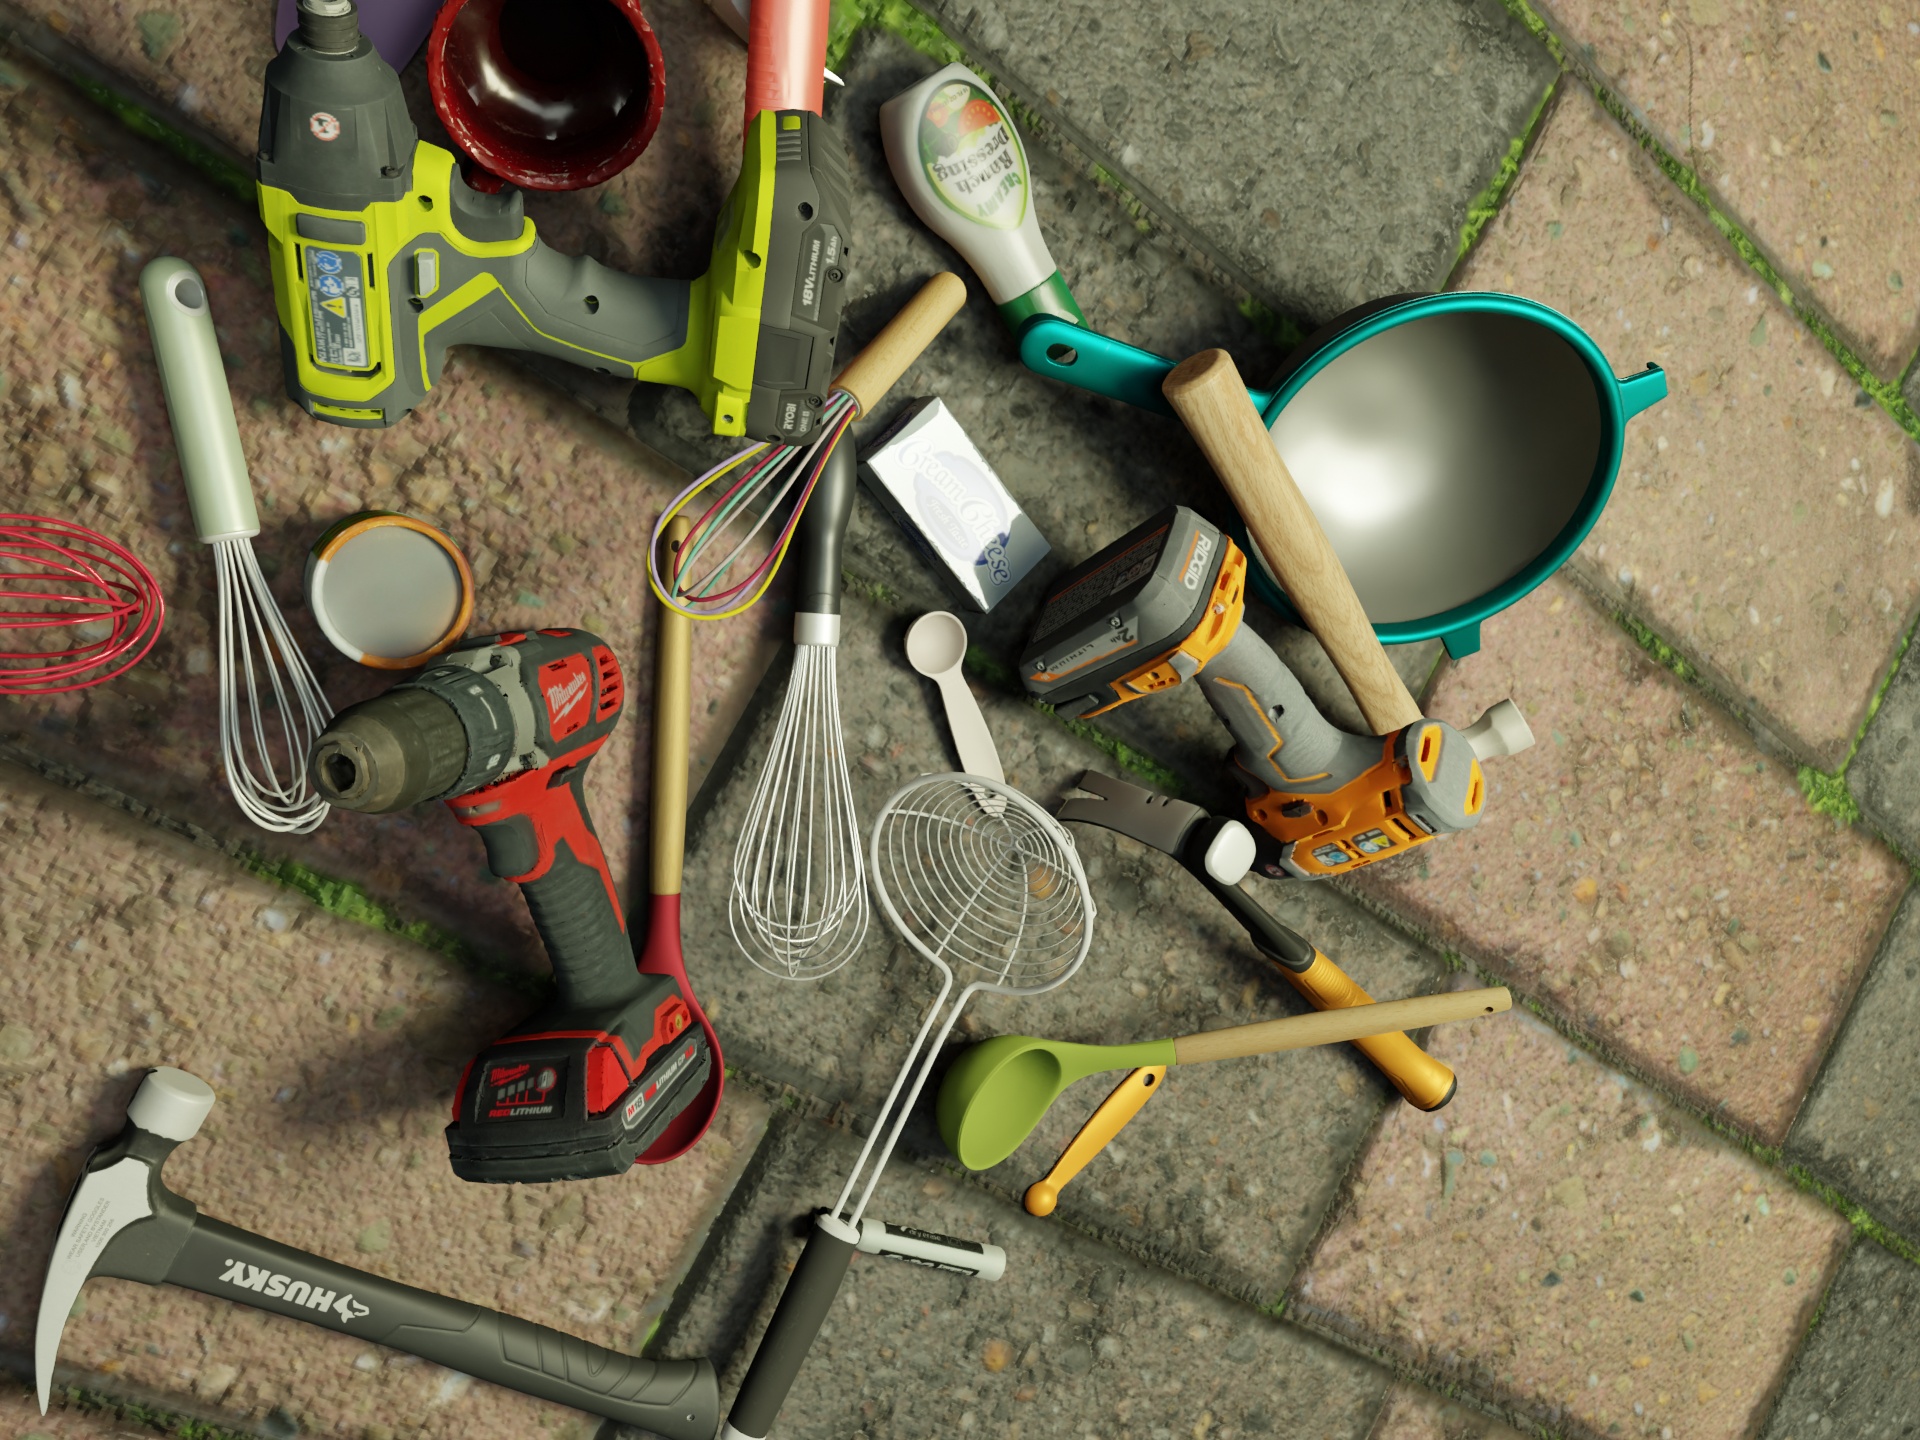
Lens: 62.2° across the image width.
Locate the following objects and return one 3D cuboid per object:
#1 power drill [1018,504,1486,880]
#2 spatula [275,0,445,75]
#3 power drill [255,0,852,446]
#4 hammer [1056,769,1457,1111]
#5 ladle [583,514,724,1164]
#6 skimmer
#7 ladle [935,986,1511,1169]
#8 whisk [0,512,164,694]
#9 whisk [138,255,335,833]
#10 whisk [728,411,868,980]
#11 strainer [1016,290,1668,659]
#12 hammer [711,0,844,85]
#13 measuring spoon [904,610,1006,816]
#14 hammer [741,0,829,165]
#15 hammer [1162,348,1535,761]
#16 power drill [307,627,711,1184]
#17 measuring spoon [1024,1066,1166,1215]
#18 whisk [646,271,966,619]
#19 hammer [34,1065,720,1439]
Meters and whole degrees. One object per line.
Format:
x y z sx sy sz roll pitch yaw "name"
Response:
0.143 0.004 0.843 0.226 0.164 0.084 38 52 -18 "power drill"
-0.187 -0.401 0.667 0.059 0.018 0.316 34 93 -23 "spatula"
-0.161 -0.192 0.640 0.223 0.080 0.171 4 136 -12 "power drill"
0.191 0.139 0.919 0.336 0.127 0.034 43 76 -34 "hammer"
-0.145 0.058 0.775 0.069 0.031 0.315 3 95 -9 "ladle"
-0.046 0.201 0.795 0.363 0.127 0.090 -65 160 -3 "skimmer"
0.144 0.184 0.859 0.320 0.062 0.078 -9 130 -2 "ladle"
-0.462 -0.048 0.597 0.295 0.073 0.073 1 98 -19 "whisk"
-0.307 -0.070 0.672 0.058 0.059 0.246 -24 107 -58 "whisk"
-0.072 -0.013 0.785 0.070 0.070 0.284 3 92 -25 "whisk"
0.182 -0.167 0.849 0.340 0.095 0.211 15 125 -18 "strainer"
0.025 -0.389 0.767 0.331 0.033 0.128 -20 124 -25 "hammer"
-0.001 -0.003 0.843 0.034 0.018 0.124 -29 116 -19 "measuring spoon"
-0.067 -0.309 0.700 0.149 0.037 0.359 -8 117 -31 "hammer"
0.194 -0.063 0.853 0.130 0.031 0.331 -29 127 15 "hammer"
-0.187 0.078 0.671 0.080 0.188 0.226 -7 99 15 "power drill"
0.081 0.240 0.917 0.117 0.011 0.021 -45 114 -12 "measuring spoon"
-0.063 -0.132 0.742 0.245 0.047 0.051 -54 159 -31 "whisk"
-0.259 0.291 0.755 0.334 0.035 0.146 31 84 -26 "hammer"
